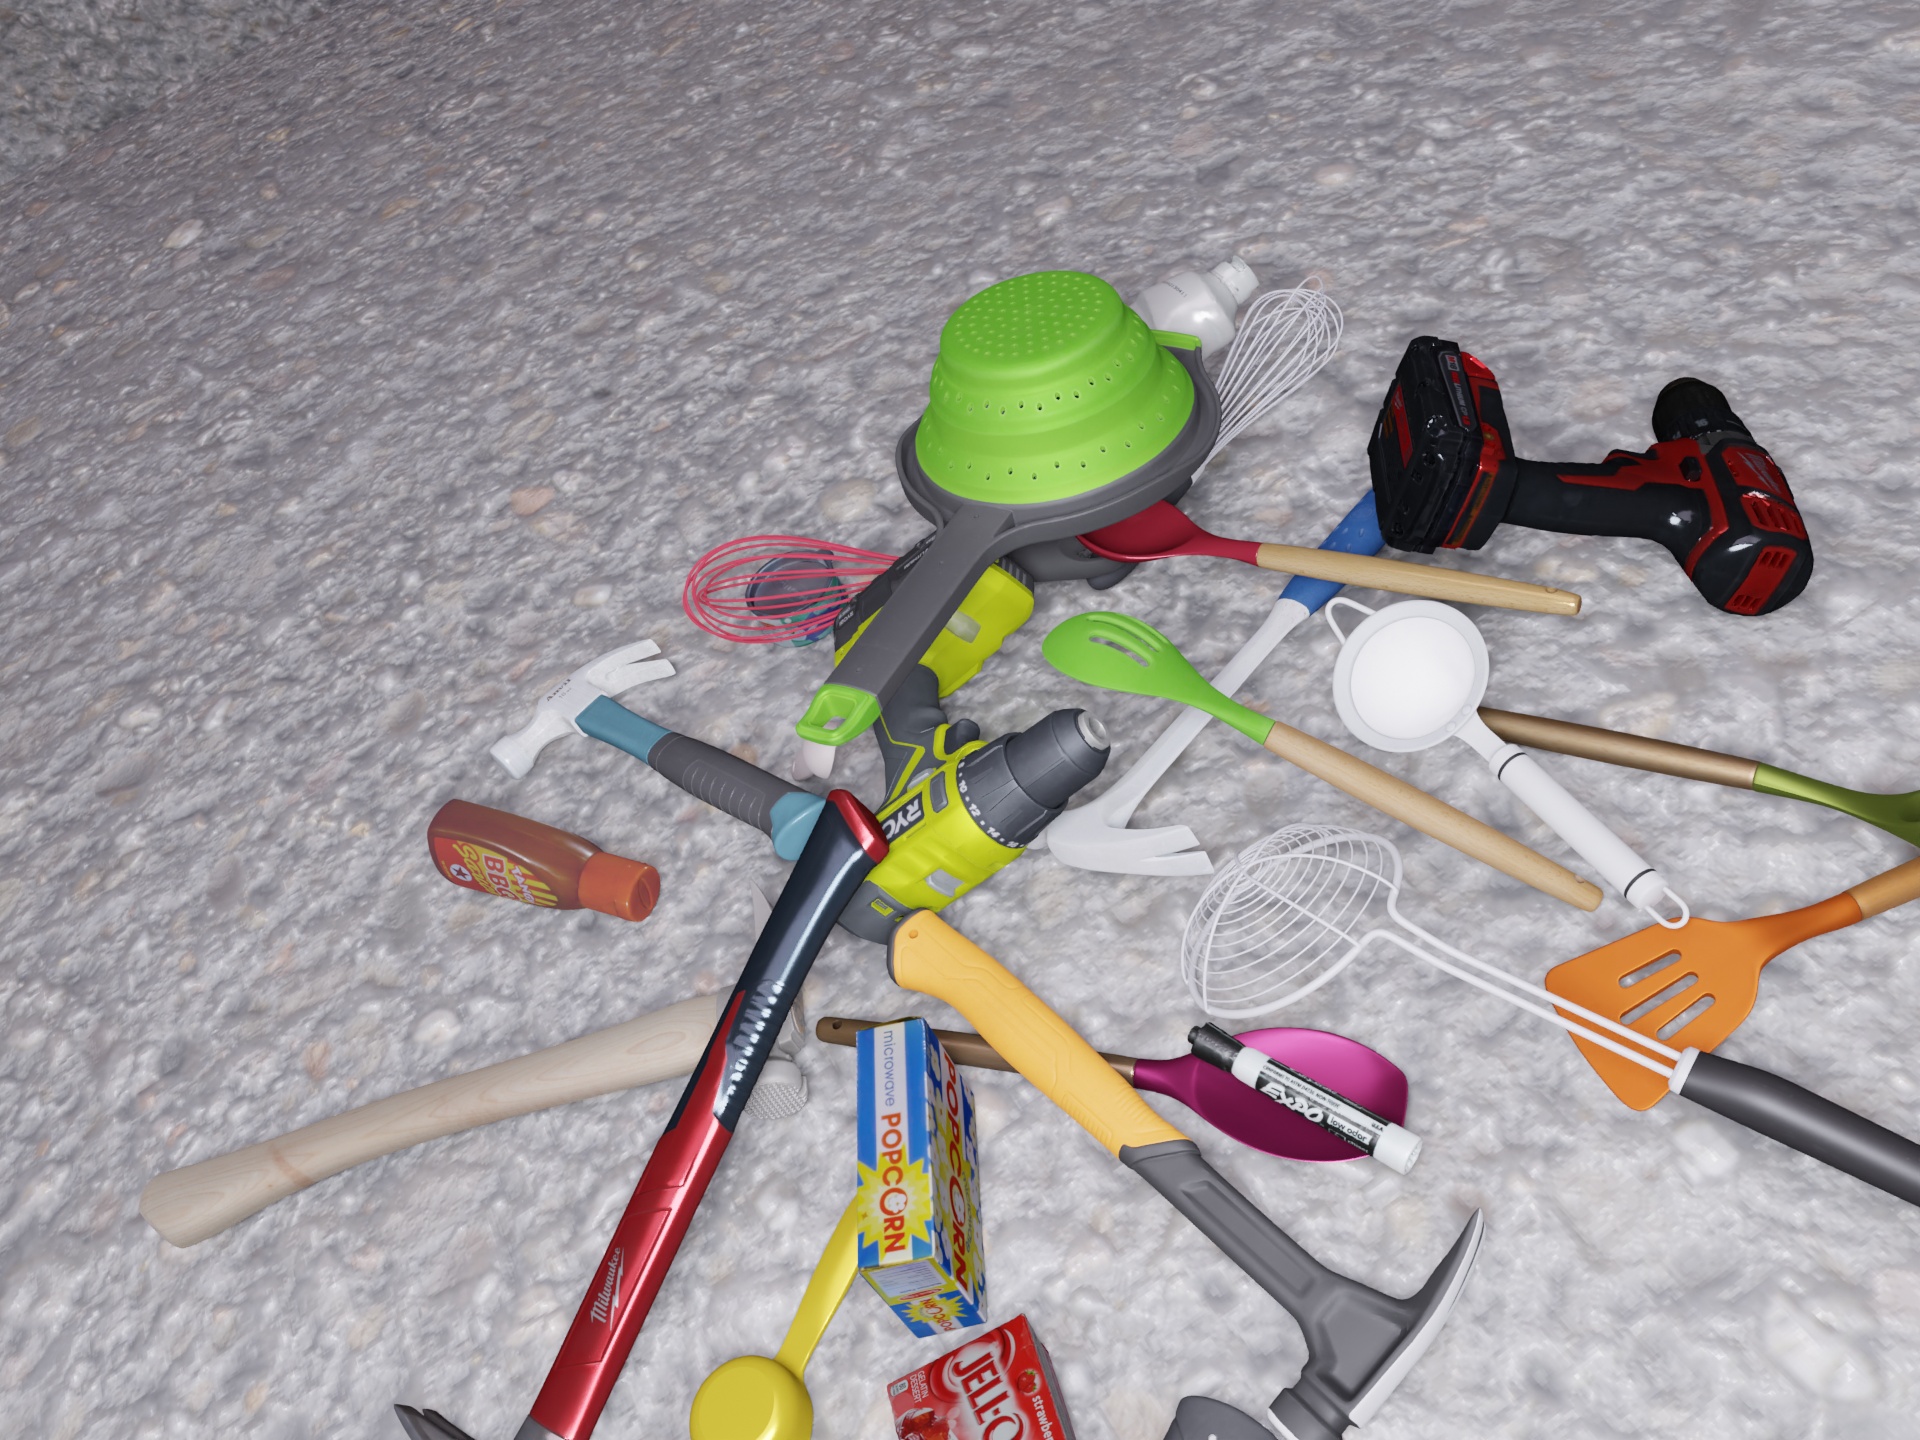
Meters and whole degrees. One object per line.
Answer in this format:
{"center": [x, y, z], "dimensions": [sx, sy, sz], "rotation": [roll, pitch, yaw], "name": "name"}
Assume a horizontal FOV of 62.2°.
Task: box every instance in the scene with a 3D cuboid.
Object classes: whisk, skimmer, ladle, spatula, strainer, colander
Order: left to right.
{"center": [-0.038, -0.094, 1.036], "dimensions": [0.296, 0.073, 0.073], "rotation": [-6, 49, 7], "name": "whisk"}
{"center": [0.011, -0.150, 0.919], "dimensions": [0.205, 0.094, 0.397], "rotation": [13, 51, 30], "name": "colander"}
{"center": [0.171, -0.194, 1.079], "dimensions": [0.070, 0.070, 0.285], "rotation": [26, 70, 37], "name": "whisk"}
{"center": [0.199, -0.094, 0.923], "dimensions": [0.316, 0.031, 0.069], "rotation": [15, 44, 34], "name": "ladle"}
{"center": [0.279, 0.019, 0.825], "dimensions": [0.087, 0.050, 0.259], "rotation": [-48, 47, 13], "name": "strainer"}
{"center": [0.271, 0.148, 0.743], "dimensions": [0.363, 0.090, 0.127], "rotation": [24, 58, 28], "name": "skimmer"}
{"center": [0.371, 0.011, 0.793], "dimensions": [0.320, 0.062, 0.078], "rotation": [15, 28, 42], "name": "ladle"}
{"center": [0.438, 0.082, 0.747], "dimensions": [0.322, 0.041, 0.081], "rotation": [-22, 49, -3], "name": "spatula"}

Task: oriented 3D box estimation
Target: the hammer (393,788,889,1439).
{"center": [-0.147, 0.208, 0.817], "dimensions": [0.143, 0.038, 0.386], "rotation": [14, 70, 32], "name": "hammer"}

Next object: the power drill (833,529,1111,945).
{"center": [-0.001, -0.003, 0.928], "dimensions": [0.190, 0.080, 0.229], "rotation": [-38, 38, 28], "name": "power drill"}

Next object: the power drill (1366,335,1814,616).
{"center": [0.355, -0.151, 0.906], "dimensions": [0.226, 0.080, 0.188], "rotation": [11, 44, -2], "name": "power drill"}

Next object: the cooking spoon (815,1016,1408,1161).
{"center": [0.067, 0.178, 0.821], "dimensions": [0.319, 0.017, 0.069], "rotation": [3, 54, 24], "name": "cooking spoon"}

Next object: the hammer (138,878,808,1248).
{"center": [-0.285, 0.214, 0.925], "dimensions": [0.410, 0.038, 0.146], "rotation": [-19, 45, 7], "name": "hammer"}

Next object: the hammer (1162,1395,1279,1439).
{"center": [0.002, 0.403, 0.642], "dimensions": [0.335, 0.035, 0.146], "rotation": [-39, 47, -12], "name": "hammer"}

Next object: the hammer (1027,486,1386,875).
{"center": [0.196, -0.058, 0.945], "dimensions": [0.405, 0.035, 0.144], "rotation": [-45, 32, -21], "name": "hammer"}

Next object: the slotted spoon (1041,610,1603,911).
{"center": [0.185, 0.017, 0.829], "dimensions": [0.314, 0.031, 0.070], "rotation": [29, 37, 12], "name": "slotted spoon"}

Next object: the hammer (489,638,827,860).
{"center": [-0.181, 0.024, 1.007], "dimensions": [0.128, 0.033, 0.331], "rotation": [-47, 38, -19], "name": "hammer"}

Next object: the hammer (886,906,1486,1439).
{"center": [0.084, 0.188, 0.772], "dimensions": [0.127, 0.034, 0.337], "rotation": [-47, 53, -10], "name": "hammer"}

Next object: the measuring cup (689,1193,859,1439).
{"center": [-0.079, 0.291, 0.775], "dimensions": [0.062, 0.029, 0.157], "rotation": [12, 58, 30], "name": "measuring cup"}

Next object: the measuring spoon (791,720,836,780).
{"center": [-0.096, 0.022, 0.971], "dimensions": [0.018, 0.124, 0.034], "rotation": [9, 80, -15], "name": "measuring spoon"}
